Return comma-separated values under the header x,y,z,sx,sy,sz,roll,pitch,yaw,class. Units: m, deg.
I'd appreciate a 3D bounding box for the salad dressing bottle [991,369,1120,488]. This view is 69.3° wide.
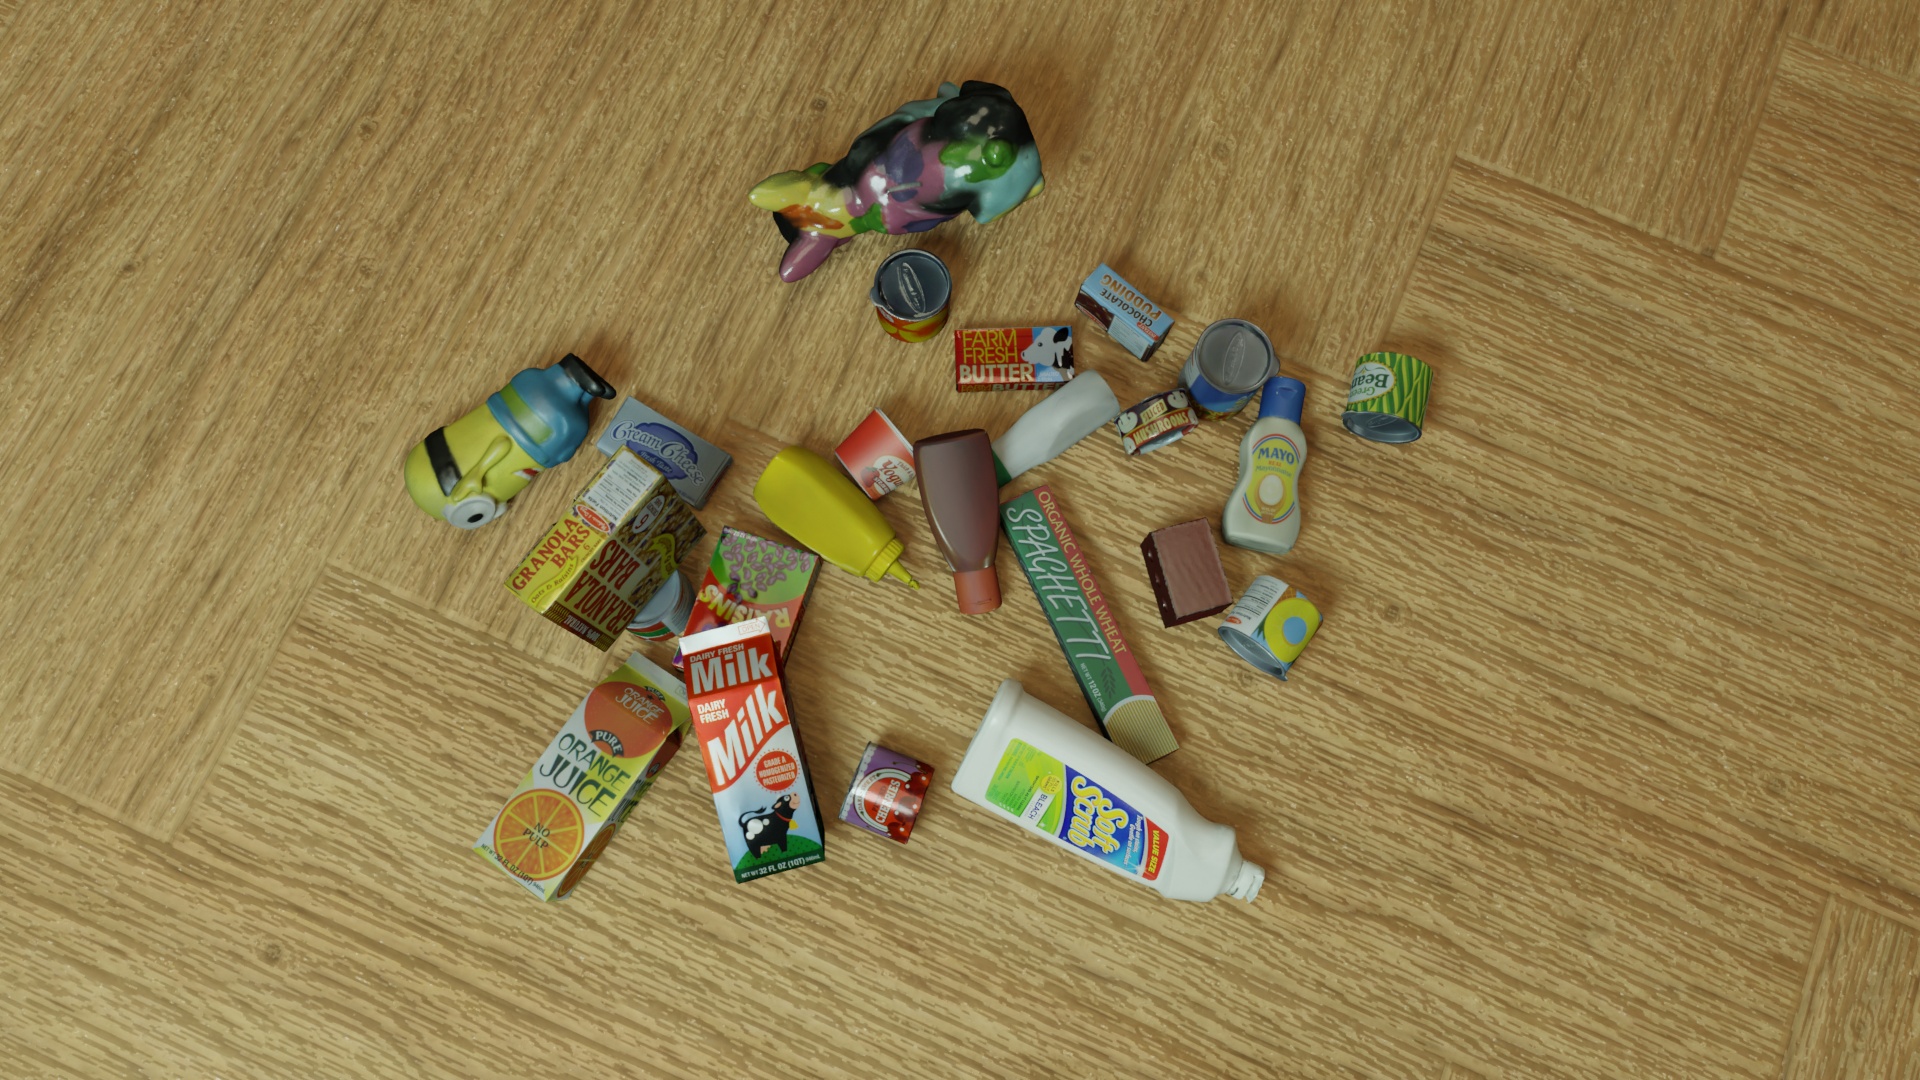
x,y,z,sx,sy,sz,roll,pitch,yaw,class
0.063,-0.087,1.176,0.148,0.064,0.044,-34,72,-1,salad dressing bottle

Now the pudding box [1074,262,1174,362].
x,y,z,sx,sy,sz,roll,pitch,yaw,class
0.141,-0.198,1.208,0.084,0.049,0.030,40,78,7,pudding box

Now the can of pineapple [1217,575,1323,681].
x,y,z,sx,sy,sz,roll,pitch,yaw,class
0.256,0.071,1.143,0.071,0.071,0.058,38,79,6,can of pineapple

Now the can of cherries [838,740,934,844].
x,y,z,sx,sy,sz,roll,pitch,yaw,class
-0.058,0.201,1.099,0.058,0.071,0.071,22,78,2,can of cherries

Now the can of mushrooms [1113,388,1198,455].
x,y,z,sx,sy,sz,roll,pitch,yaw,class
0.166,-0.100,1.176,0.071,0.071,0.033,-21,81,-6,can of mushrooms

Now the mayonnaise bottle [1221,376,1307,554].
x,y,z,sx,sy,sz,roll,pitch,yaw,class
0.265,-0.065,1.186,0.065,0.041,0.148,12,78,2,mayonnaise bottle

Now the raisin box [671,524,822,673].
x,y,z,sx,sy,sz,roll,pitch,yaw,class
-0.175,0.060,1.144,0.086,0.040,0.123,18,76,1,raisin box

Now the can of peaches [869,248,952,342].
x,y,z,sx,sy,sz,roll,pitch,yaw,class
-0.043,-0.210,1.200,0.071,0.058,0.071,0,78,-2,can of peaches

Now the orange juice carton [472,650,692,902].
x,y,z,sx,sy,sz,roll,pitch,yaw,class
-0.287,0.184,1.094,0.072,0.073,0.193,34,78,6,orange juice carton

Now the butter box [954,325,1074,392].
x,y,z,sx,sy,sz,roll,pitch,yaw,class
0.046,-0.158,1.208,0.103,0.024,0.053,-2,77,-3,butter box

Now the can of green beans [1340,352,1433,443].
x,y,z,sx,sy,sz,roll,pitch,yaw,class
0.366,-0.122,1.190,0.071,0.071,0.058,15,77,2,can of green beans

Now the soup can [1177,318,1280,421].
x,y,z,sx,sy,sz,roll,pitch,yaw,class
0.227,-0.142,1.181,0.071,0.083,0.071,0,78,-2,soup can

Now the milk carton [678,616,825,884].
x,y,z,sx,sy,sz,roll,pitch,yaw,class
-0.161,0.157,1.075,0.072,0.073,0.190,-15,98,-4,milk carton

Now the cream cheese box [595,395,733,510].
x,y,z,sx,sy,sz,roll,pitch,yaw,class
-0.251,-0.074,1.179,0.104,0.024,0.053,30,78,5,cream cheese box

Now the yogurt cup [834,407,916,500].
x,y,z,sx,sy,sz,roll,pitch,yaw,class
-0.069,-0.070,1.165,0.054,0.072,0.072,-39,81,-1,yogurt cup

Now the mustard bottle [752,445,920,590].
x,y,z,sx,sy,sz,roll,pitch,yaw,class
-0.096,-0.010,1.152,0.160,0.049,0.065,40,122,2,mustard bottle

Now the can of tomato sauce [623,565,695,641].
x,y,z,sx,sy,sz,roll,pitch,yaw,class
-0.254,0.044,1.122,0.071,0.083,0.071,0,77,-2,can of tomato sauce

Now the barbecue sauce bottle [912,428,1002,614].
x,y,z,sx,sy,sz,roll,pitch,yaw,class
0.004,-0.014,1.139,0.065,0.044,0.148,-13,102,-11,barbecue sauce bottle

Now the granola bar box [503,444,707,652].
x,y,z,sx,sy,sz,roll,pitch,yaw,class
-0.251,0.010,1.002,0.039,0.165,0.124,37,79,9,granola bar box

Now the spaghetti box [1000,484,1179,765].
x,y,z,sx,sy,sz,roll,pitch,yaw,class
0.103,0.072,1.156,0.050,0.028,0.250,-24,79,-8,spaghetti box
